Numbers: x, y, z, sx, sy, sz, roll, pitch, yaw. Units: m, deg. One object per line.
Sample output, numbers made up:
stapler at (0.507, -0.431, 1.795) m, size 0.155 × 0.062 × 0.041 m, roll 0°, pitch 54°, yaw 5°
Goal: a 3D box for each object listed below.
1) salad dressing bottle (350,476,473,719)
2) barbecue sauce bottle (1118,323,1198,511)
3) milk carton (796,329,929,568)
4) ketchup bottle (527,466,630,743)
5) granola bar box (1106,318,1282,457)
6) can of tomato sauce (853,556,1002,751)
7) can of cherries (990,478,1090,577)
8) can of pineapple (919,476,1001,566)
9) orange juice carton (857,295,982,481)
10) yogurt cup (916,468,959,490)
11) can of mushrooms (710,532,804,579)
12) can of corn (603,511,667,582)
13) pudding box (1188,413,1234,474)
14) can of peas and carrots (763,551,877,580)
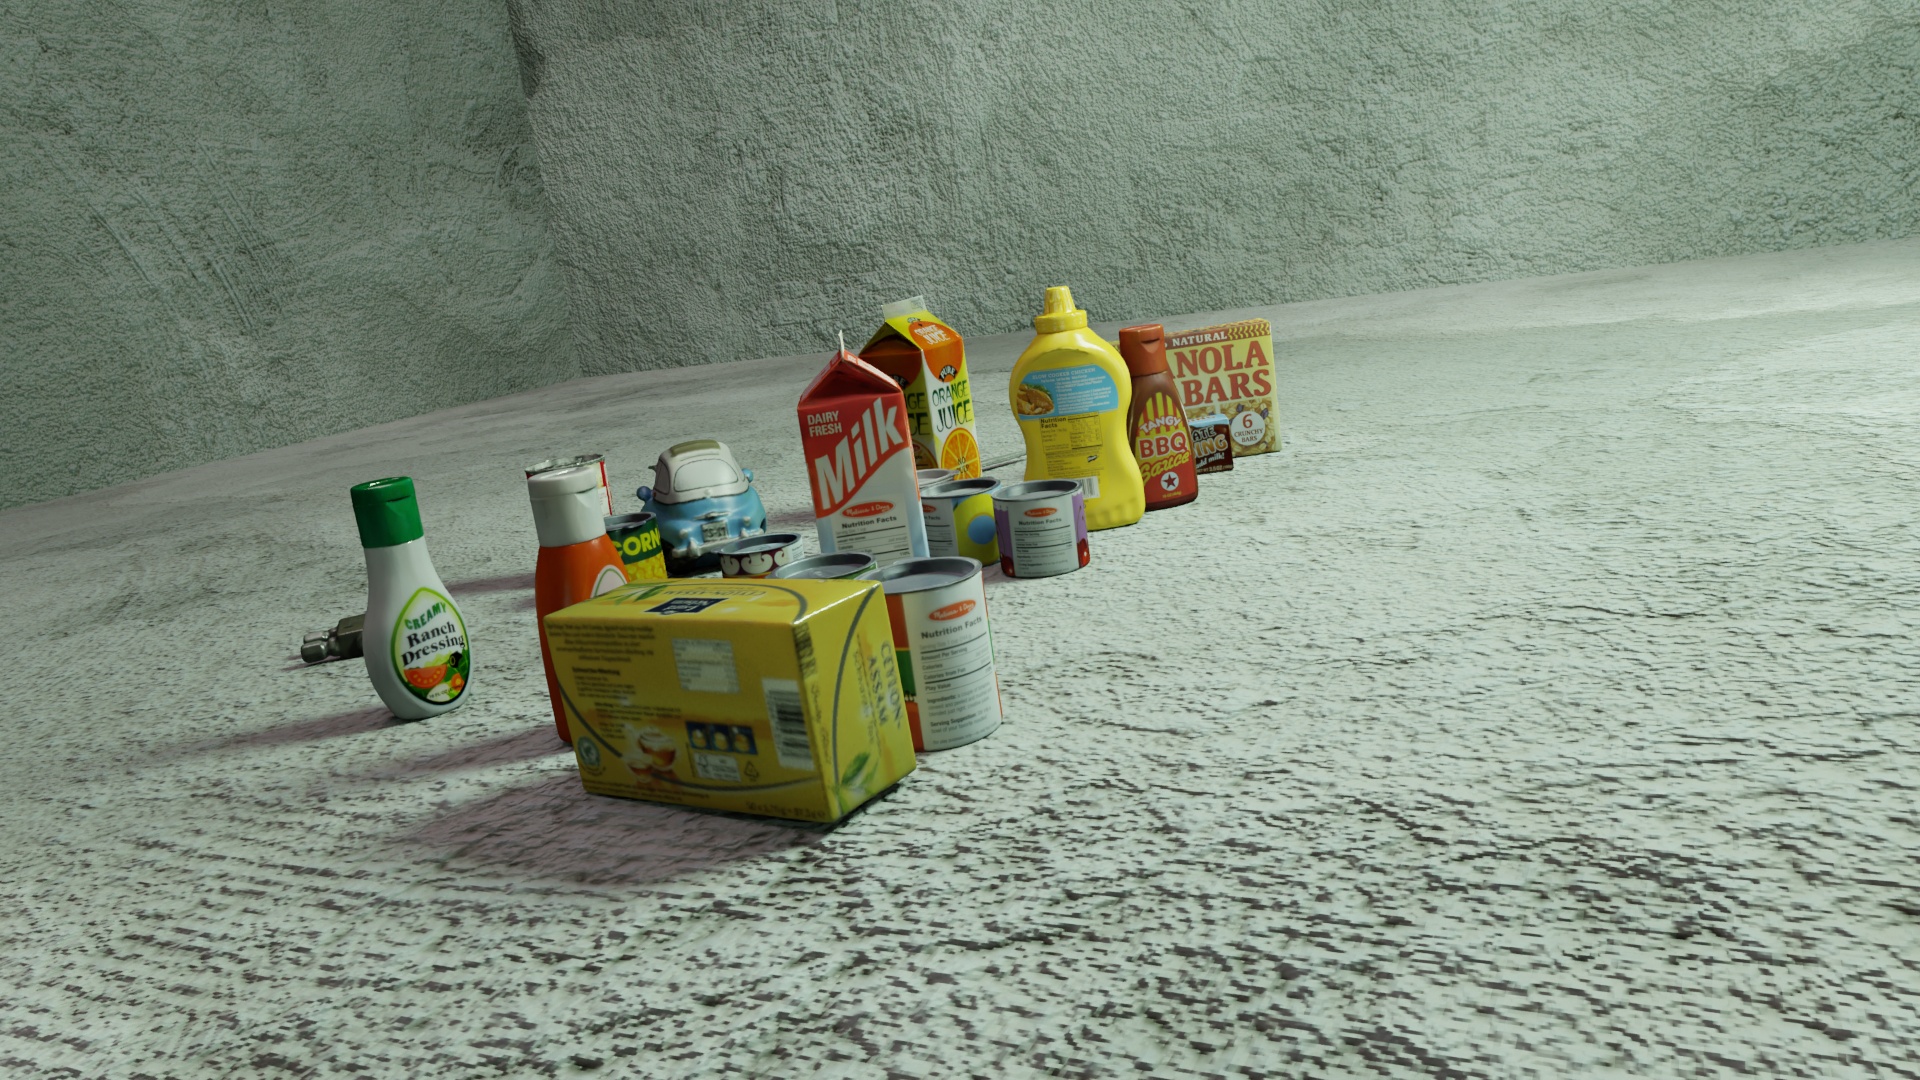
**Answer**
salad dressing bottle at (-0.345, 0.035, 0.864) m, size 0.044 × 0.147 × 0.064 m, roll 1°, pitch 15°, yaw 38°
barbecue sauce bottle at (0.156, -0.101, 1.140) m, size 0.065 × 0.148 × 0.044 m, roll -12°, pitch 12°, yaw -16°
milk carton at (-0.067, -0.047, 0.950) m, size 0.073 × 0.190 × 0.072 m, roll -9°, pitch 12°, yaw -3°
ketchup bottle at (-0.209, 0.035, 0.775) m, size 0.043 × 0.148 × 0.065 m, roll -2°, pitch 13°, yaw 27°
granola bar box at (0.212, -0.135, 1.310) m, size 0.166 × 0.124 × 0.039 m, roll -8°, pitch 12°, yaw 1°
can of tomato sauce at (-0.017, 0.056, 0.704) m, size 0.071 × 0.083 × 0.071 m, roll -8°, pitch 12°, yaw 2°
can of cherries at (0.059, -0.010, 1.004) m, size 0.071 × 0.058 × 0.071 m, roll -8°, pitch 12°, yaw 2°
can of pineapple at (0.004, -0.013, 1.056) m, size 0.071 × 0.057 × 0.071 m, roll -8°, pitch 12°, yaw 2°
orange juice carton at (-0.038, -0.123, 1.262) m, size 0.073 × 0.192 × 0.072 m, roll -1°, pitch 14°, yaw 32°
yogurt cup at (-0.035, -0.027, 1.150) m, size 0.072 × 0.053 × 0.072 m, roll -8°, pitch 12°, yaw 2°
can of mushrooms at (-0.157, 0.017, 1.083) m, size 0.071 × 0.033 × 0.071 m, roll -8°, pitch 12°, yaw 2°
can of corn at (-0.273, 0.013, 1.123) m, size 0.071 × 0.058 × 0.071 m, roll -8°, pitch 12°, yaw 2°
pudding box at (0.203, -0.085, 1.261) m, size 0.084 × 0.049 × 0.030 m, roll -8°, pitch 12°, yaw 3°
can of peas and carrots at (-0.082, 0.043, 0.859) m, size 0.071 × 0.058 × 0.071 m, roll -8°, pitch 12°, yaw 2°
